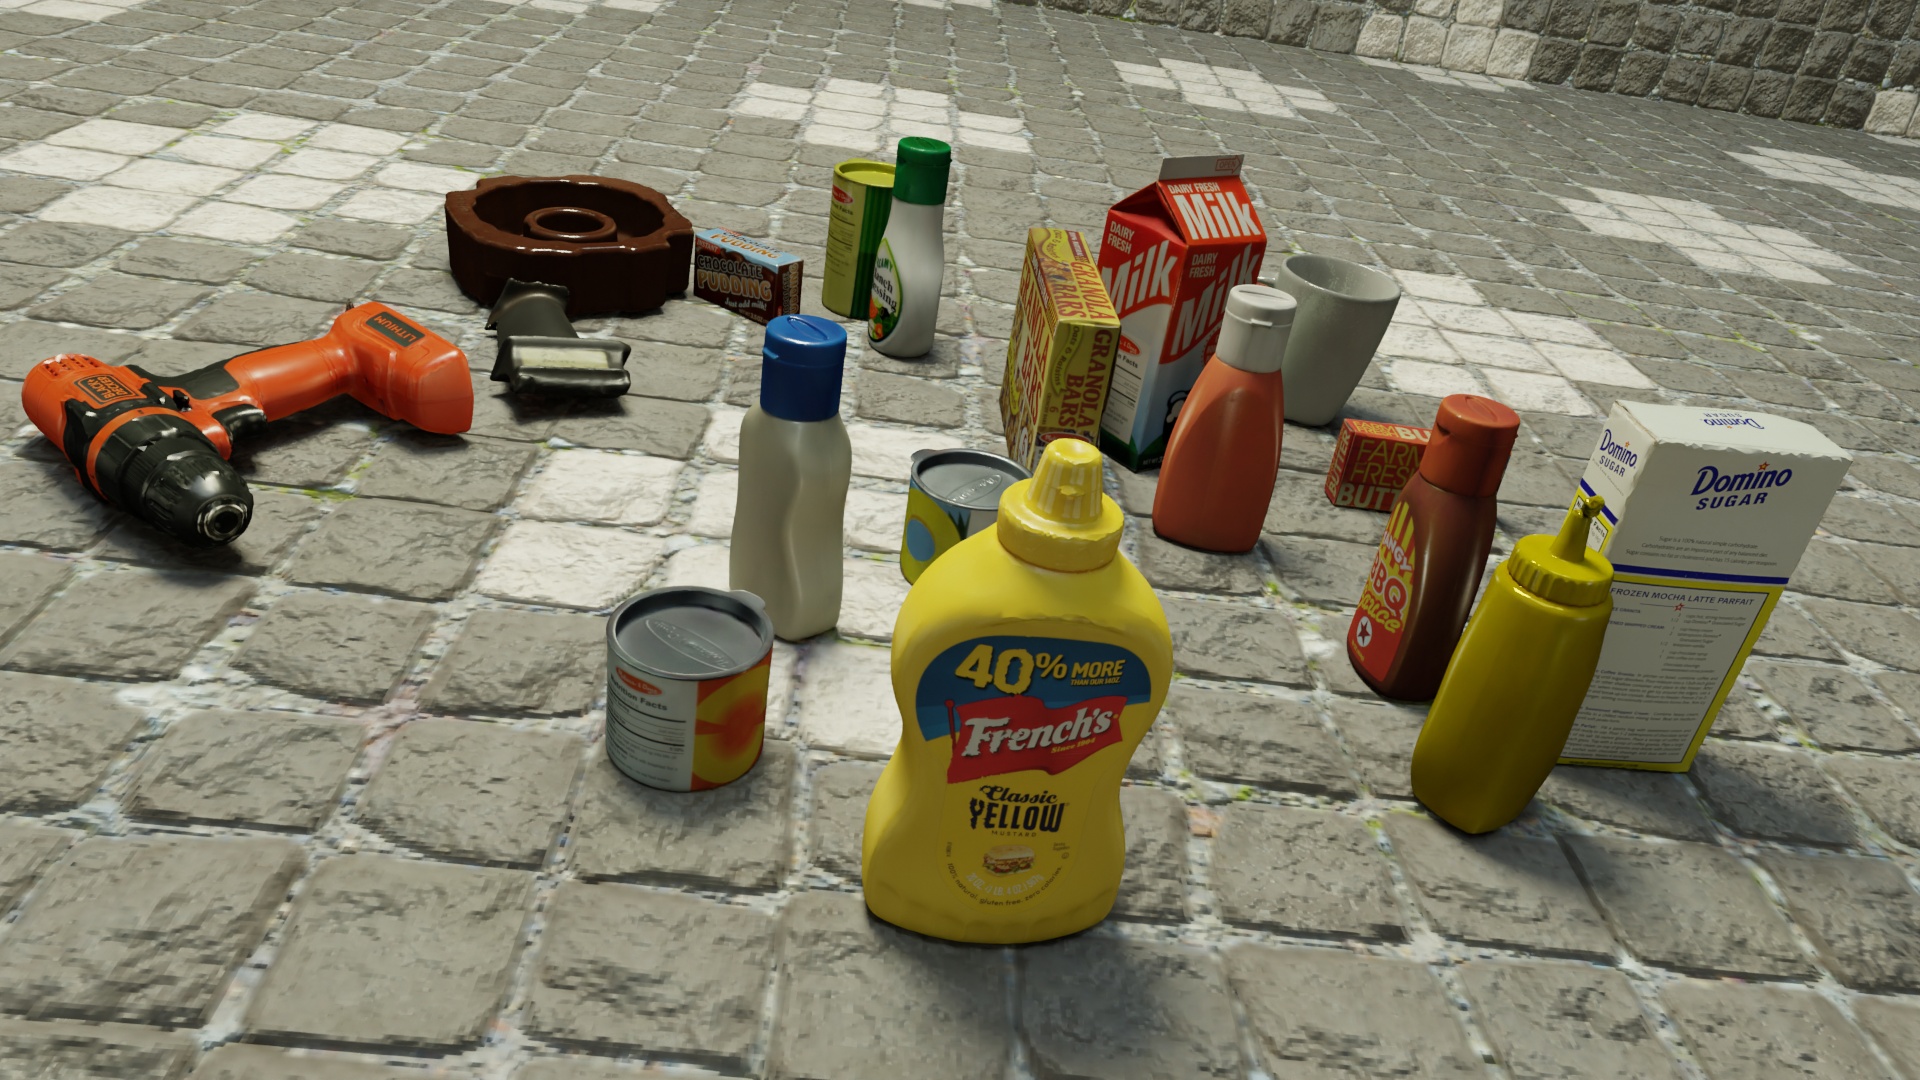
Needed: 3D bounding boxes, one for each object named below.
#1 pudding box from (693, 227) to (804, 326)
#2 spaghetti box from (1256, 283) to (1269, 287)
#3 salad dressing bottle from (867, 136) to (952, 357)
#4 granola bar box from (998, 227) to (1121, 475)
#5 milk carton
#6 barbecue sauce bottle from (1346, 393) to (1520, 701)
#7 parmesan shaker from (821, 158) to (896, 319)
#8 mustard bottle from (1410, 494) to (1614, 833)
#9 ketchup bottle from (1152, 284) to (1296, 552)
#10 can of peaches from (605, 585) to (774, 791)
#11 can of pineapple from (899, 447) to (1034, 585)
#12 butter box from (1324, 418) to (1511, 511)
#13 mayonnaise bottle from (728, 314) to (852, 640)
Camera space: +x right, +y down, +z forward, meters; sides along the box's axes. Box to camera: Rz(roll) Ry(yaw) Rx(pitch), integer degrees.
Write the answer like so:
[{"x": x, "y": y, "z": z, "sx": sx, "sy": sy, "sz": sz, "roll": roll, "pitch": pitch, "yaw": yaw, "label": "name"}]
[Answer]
[{"x": -0.154, "y": -0.192, "z": 1.008, "sx": 0.084, "sy": 0.049, "sz": 0.030, "roll": 26, "pitch": 33, "yaw": 27, "label": "pudding box"}, {"x": 0.160, "y": -0.174, "z": 1.068, "sx": 0.251, "sy": 0.050, "sz": 0.029, "roll": -7, "pitch": 33, "yaw": -27, "label": "spaghetti box"}, {"x": -0.034, "y": -0.203, "z": 0.963, "sx": 0.044, "sy": 0.147, "sz": 0.064, "roll": -5, "pitch": 32, "yaw": -24, "label": "salad dressing bottle"}, {"x": 0.057, "y": -0.104, "z": 0.840, "sx": 0.039, "sy": 0.123, "sz": 0.166, "roll": 6, "pitch": 29, "yaw": -7, "label": "granola bar box"}, {"x": 0.130, "y": -0.147, "z": 0.869, "sx": 0.072, "sy": 0.189, "sz": 0.073, "roll": -13, "pitch": 36, "yaw": -35, "label": "milk carton"}, {"x": 0.231, "y": 0.003, "z": 0.677, "sx": 0.044, "sy": 0.147, "sz": 0.065, "roll": 5, "pitch": 29, "yaw": -9, "label": "barbecue sauce bottle"}, {"x": -0.068, "y": -0.225, "z": 1.039, "sx": 0.071, "sy": 0.102, "sz": 0.071, "roll": 7, "pitch": 29, "yaw": -4, "label": "parmesan shaker"}, {"x": 0.239, "y": 0.048, "z": 0.587, "sx": 0.065, "sy": 0.159, "sz": 0.049, "roll": -16, "pitch": 38, "yaw": -38, "label": "mustard bottle"}, {"x": 0.152, "y": -0.067, "z": 0.776, "sx": 0.065, "sy": 0.148, "sz": 0.044, "roll": 11, "pitch": 29, "yaw": 3, "label": "ketchup bottle"}, {"x": -0.110, "y": 0.059, "z": 0.569, "sx": 0.071, "sy": 0.057, "sz": 0.071, "roll": 7, "pitch": 29, "yaw": -4, "label": "can of peaches"}, {"x": 0.003, "y": -0.009, "z": 0.723, "sx": 0.071, "sy": 0.057, "sz": 0.071, "roll": 7, "pitch": 29, "yaw": -4, "label": "can of pineapple"}, {"x": 0.286, "y": -0.043, "z": 0.872, "sx": 0.103, "sy": 0.052, "sz": 0.024, "roll": 7, "pitch": 29, "yaw": -3, "label": "butter box"}, {"x": -0.077, "y": -0.029, "z": 0.644, "sx": 0.041, "sy": 0.147, "sz": 0.065, "roll": -16, "pitch": 38, "yaw": -38, "label": "mayonnaise bottle"}]
